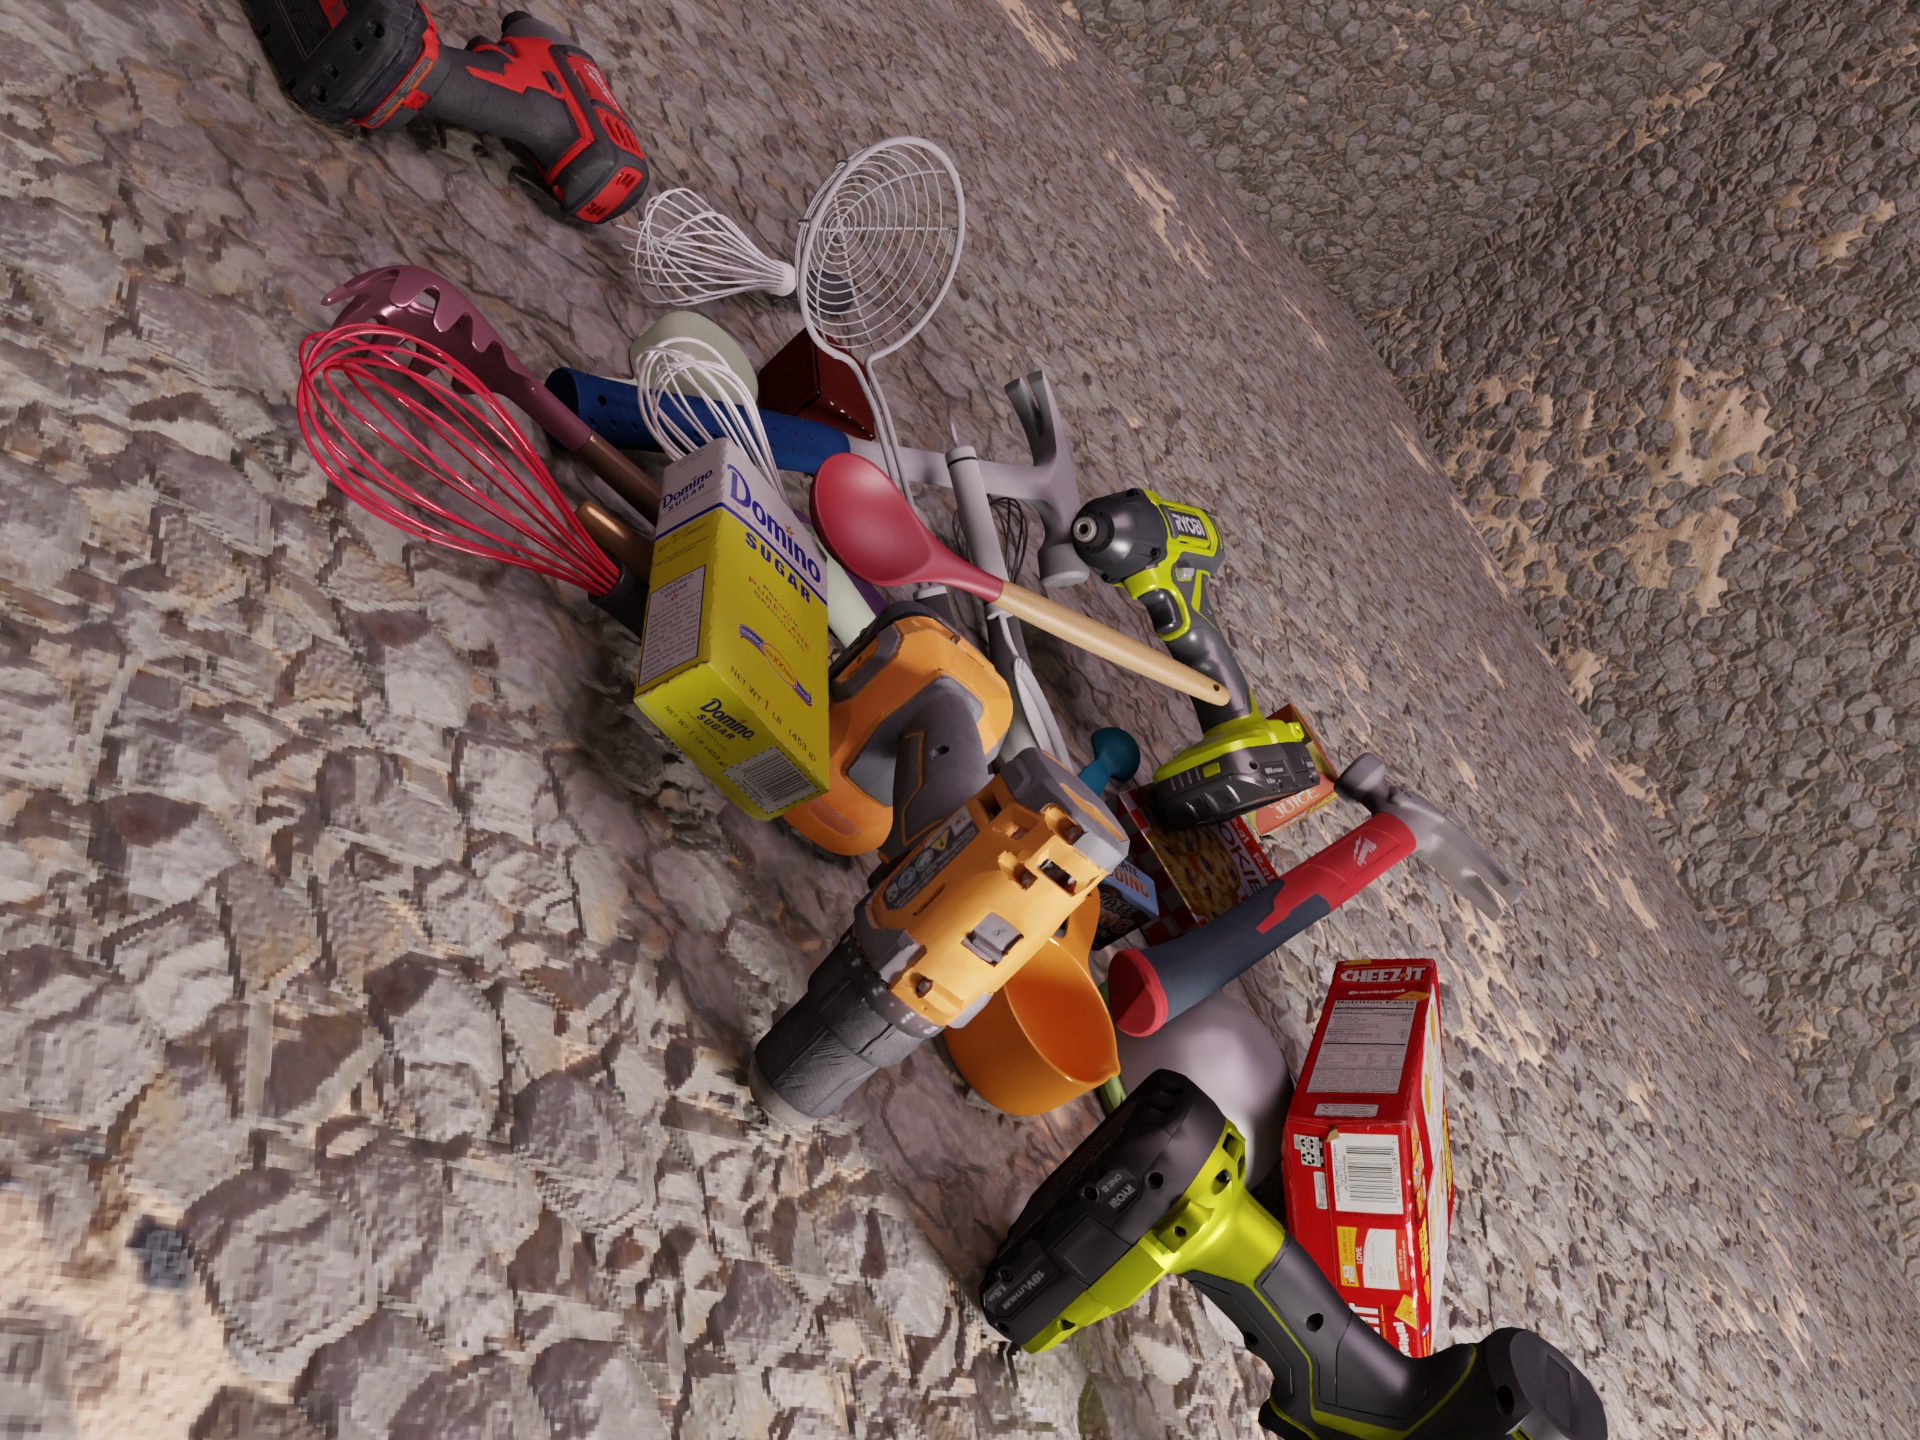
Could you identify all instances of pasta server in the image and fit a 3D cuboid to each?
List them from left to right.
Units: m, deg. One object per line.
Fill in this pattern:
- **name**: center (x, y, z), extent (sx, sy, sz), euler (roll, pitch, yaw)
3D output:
- **pasta server**: center (-0.171, -0.116, 0.788), extent (0.315, 0.060, 0.040), euler (42, 55, -37)

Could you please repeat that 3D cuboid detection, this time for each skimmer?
- **skimmer**: center (-0.013, -0.137, 0.900), extent (0.127, 0.090, 0.363), euler (-16, 92, -48)

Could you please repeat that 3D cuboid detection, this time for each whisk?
- **whisk**: center (-0.175, -0.073, 0.721), extent (0.295, 0.073, 0.073), euler (40, 28, -40)
- **whisk**: center (-0.137, -0.301, 1.061), extent (0.070, 0.070, 0.284), euler (57, 22, 6)
- **whisk**: center (-0.094, -0.102, 0.849), extent (0.058, 0.059, 0.246), euler (-58, 133, -28)
- **whisk**: center (0.029, -0.076, 1.073), extent (0.055, 0.055, 0.239), euler (32, 37, -38)

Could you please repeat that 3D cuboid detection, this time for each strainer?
- **strainer**: center (0.024, -0.059, 0.957), extent (0.086, 0.050, 0.258), euler (23, 52, -74)
- **strainer**: center (0.122, 0.207, 0.853), extent (0.151, 0.069, 0.256), euler (57, 25, 6)

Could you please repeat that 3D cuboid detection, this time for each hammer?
- **hammer**: center (-0.065, -0.163, 0.947), extent (0.405, 0.035, 0.144), euler (0, 80, -47)
- **hammer**: center (0.217, 0.119, 0.966), extent (0.143, 0.038, 0.386), euler (44, 35, 20)

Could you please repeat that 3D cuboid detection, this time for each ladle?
- **ladle**: center (0.041, -0.066, 0.902), extent (0.315, 0.031, 0.069), euler (23, 62, -32)

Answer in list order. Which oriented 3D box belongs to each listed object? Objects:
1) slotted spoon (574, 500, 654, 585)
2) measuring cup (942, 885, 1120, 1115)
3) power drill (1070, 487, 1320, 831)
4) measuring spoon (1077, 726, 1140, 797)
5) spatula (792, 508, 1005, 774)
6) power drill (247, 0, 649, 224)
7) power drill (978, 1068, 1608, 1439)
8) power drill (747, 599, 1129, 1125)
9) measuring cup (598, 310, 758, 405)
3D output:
- **slotted spoon**: center (-0.075, -0.012, 0.838), extent (0.313, 0.031, 0.070), euler (39, -2, -22)
- **measuring cup**: center (0.039, 0.135, 0.828), extent (0.095, 0.052, 0.174), euler (49, 24, -10)
- **power drill**: center (0.148, -0.045, 1.060), extent (0.171, 0.080, 0.223), euler (-2, 69, -59)
- **measuring spoon**: center (0.100, 0.033, 1.083), extent (0.042, 0.021, 0.128), euler (53, 25, -2)
- **spatula**: center (-0.002, -0.003, 0.963), extent (0.315, 0.018, 0.060), euler (46, 38, -15)
- **power drill**: center (-0.278, -0.370, 0.888), extent (0.219, 0.078, 0.143), euler (2, 56, -62)
- **power drill**: center (0.124, 0.280, 0.675), extent (0.228, 0.190, 0.080), euler (41, 25, 6)
- **power drill**: center (-0.033, 0.059, 0.707), extent (0.084, 0.185, 0.226), euler (39, 10, -27)
- **measuring cup**: center (-0.168, -0.195, 0.892), extent (0.083, 0.038, 0.167), euler (55, 24, 2)
